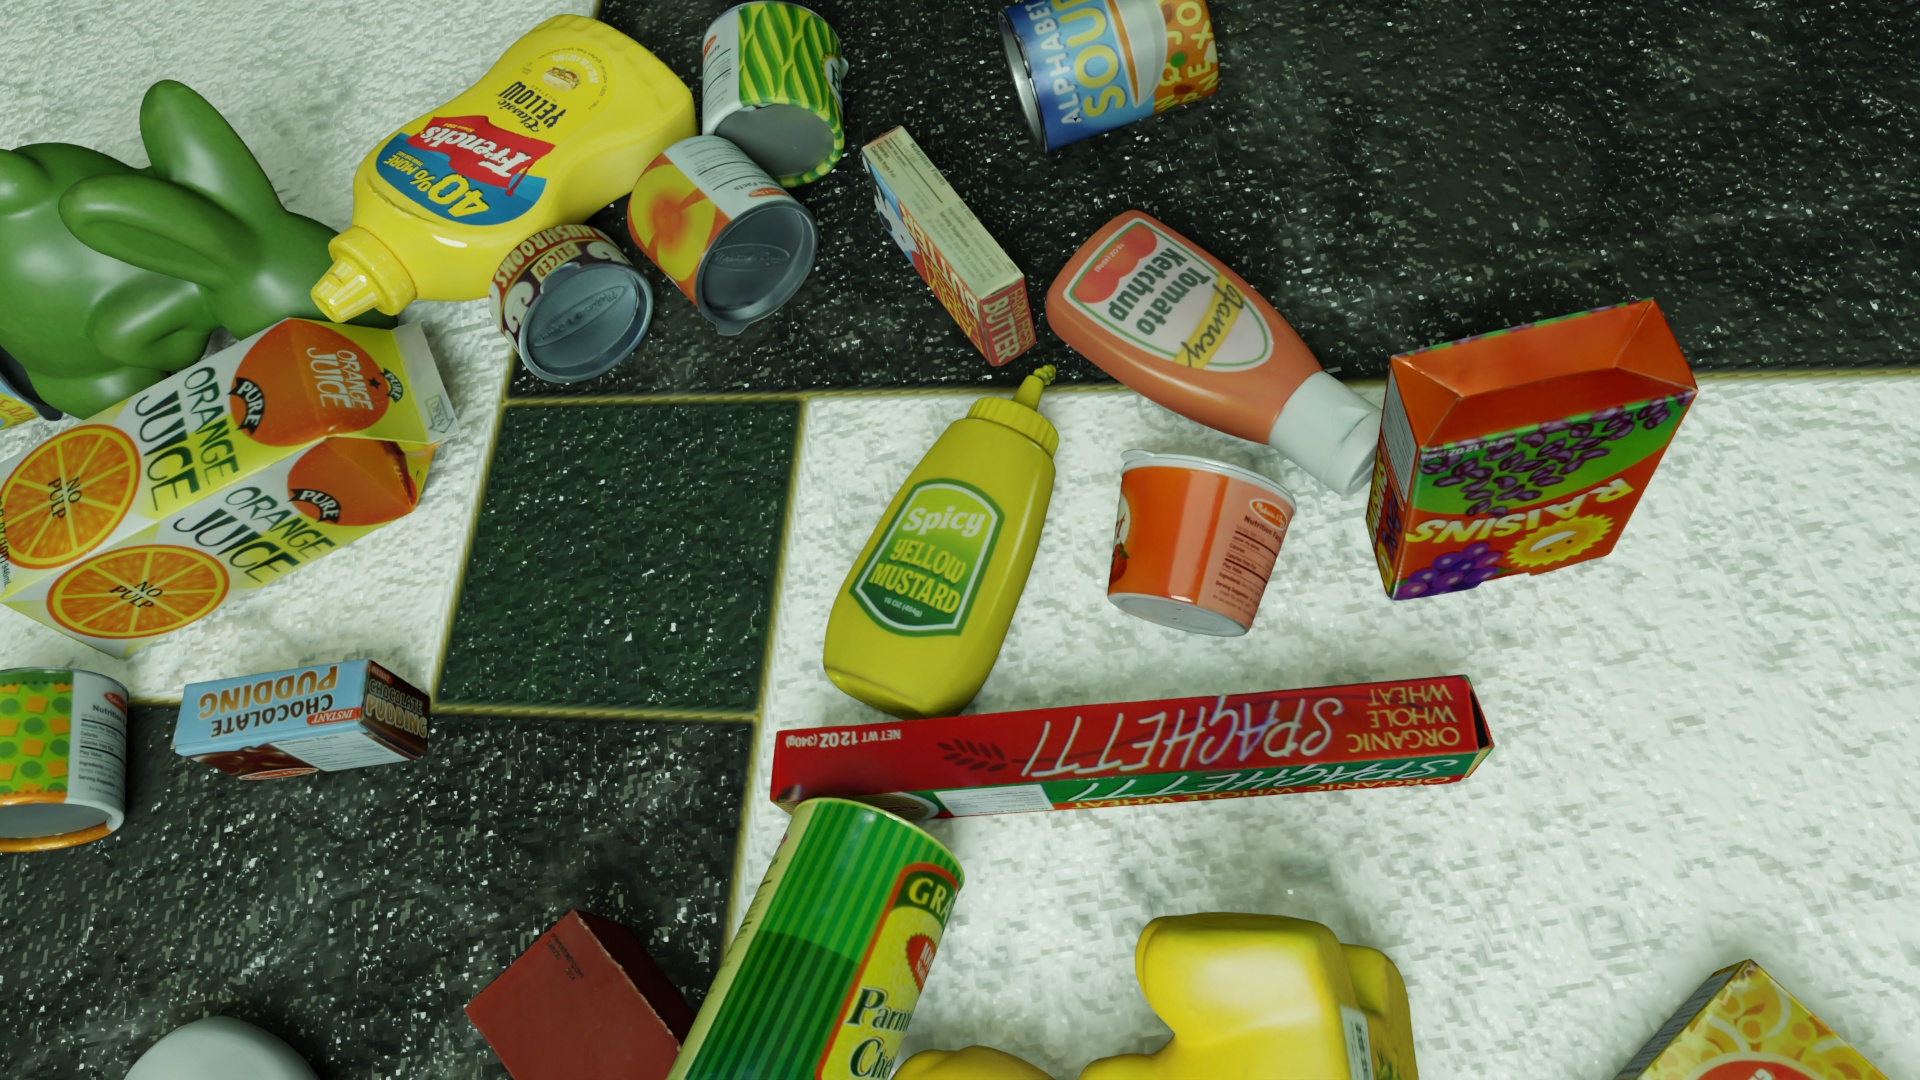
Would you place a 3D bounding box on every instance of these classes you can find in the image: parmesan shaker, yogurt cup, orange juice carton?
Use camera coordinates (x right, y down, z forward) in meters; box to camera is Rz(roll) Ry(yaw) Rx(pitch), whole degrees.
[{"bbox_3d":[-0.046,0.149,0.467,0.071,0.071,0.103,12,53,16],"label":"parmesan shaker"},{"bbox_3d":[0.088,0.003,0.526,0.072,0.072,0.054,12,77,16],"label":"yogurt cup"},{"bbox_3d":[-0.318,-0.031,0.617,0.193,0.072,0.072,-27,63,-2],"label":"orange juice carton"}]

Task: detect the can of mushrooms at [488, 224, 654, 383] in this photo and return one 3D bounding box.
[{"bbox_3d":[-0.175,-0.108,0.624,0.071,0.071,0.033,-39,63,-7],"label":"can of mushrooms"}]

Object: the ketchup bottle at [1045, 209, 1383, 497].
[{"bbox_3d":[0.108,-0.074,0.567,0.149,0.043,0.065,40,79,23],"label":"ketchup bottle"}]

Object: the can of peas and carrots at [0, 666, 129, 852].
[{"bbox_3d":[-0.388,0.093,0.579,0.071,0.070,0.059,-17,65,4],"label":"can of peas and carrots"}]

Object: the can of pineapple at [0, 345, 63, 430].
[{"bbox_3d":[-0.480,-0.084,0.677,0.058,0.070,0.071,-19,64,3],"label":"can of pineapple"}]

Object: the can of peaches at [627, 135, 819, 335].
[{"bbox_3d":[-0.109,-0.138,0.628,0.071,0.071,0.058,-41,65,-8],"label":"can of peaches"}]

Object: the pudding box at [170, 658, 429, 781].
[{"bbox_3d":[-0.270,0.075,0.572,0.084,0.049,0.030,-9,64,8],"label":"pudding box"}]

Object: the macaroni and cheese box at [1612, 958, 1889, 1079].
[{"bbox_3d":[0.225,0.230,0.408,0.167,0.040,0.124,-41,65,-9],"label":"macaroni and cheese box"}]

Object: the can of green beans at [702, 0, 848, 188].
[{"bbox_3d":[-0.088,-0.209,0.654,0.071,0.071,0.058,-8,66,8],"label":"can of green beans"}]

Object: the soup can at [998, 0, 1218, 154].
[{"bbox_3d":[0.067,-0.220,0.626,0.084,0.071,0.071,-19,64,3],"label":"soup can"}]

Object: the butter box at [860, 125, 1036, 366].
[{"bbox_3d":[-0.006,-0.129,0.609,0.024,0.053,0.104,-32,65,-6],"label":"butter box"}]

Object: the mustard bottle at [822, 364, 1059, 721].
[{"bbox_3d":[0.002,-0.007,0.554,0.065,0.048,0.161,19,71,17],"label":"mustard bottle"}]

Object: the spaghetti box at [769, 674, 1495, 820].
[{"bbox_3d":[0.058,0.079,0.504,0.250,0.050,0.029,-6,67,9],"label":"spaghetti box"}]

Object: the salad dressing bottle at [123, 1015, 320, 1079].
[{"bbox_3d":[-0.241,0.237,0.497,0.148,0.044,0.064,37,76,22],"label":"salad dressing bottle"}]

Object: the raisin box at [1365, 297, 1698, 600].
[{"bbox_3d":[0.192,-0.026,0.484,0.086,0.123,0.040,-13,63,6],"label":"raisin box"}]
